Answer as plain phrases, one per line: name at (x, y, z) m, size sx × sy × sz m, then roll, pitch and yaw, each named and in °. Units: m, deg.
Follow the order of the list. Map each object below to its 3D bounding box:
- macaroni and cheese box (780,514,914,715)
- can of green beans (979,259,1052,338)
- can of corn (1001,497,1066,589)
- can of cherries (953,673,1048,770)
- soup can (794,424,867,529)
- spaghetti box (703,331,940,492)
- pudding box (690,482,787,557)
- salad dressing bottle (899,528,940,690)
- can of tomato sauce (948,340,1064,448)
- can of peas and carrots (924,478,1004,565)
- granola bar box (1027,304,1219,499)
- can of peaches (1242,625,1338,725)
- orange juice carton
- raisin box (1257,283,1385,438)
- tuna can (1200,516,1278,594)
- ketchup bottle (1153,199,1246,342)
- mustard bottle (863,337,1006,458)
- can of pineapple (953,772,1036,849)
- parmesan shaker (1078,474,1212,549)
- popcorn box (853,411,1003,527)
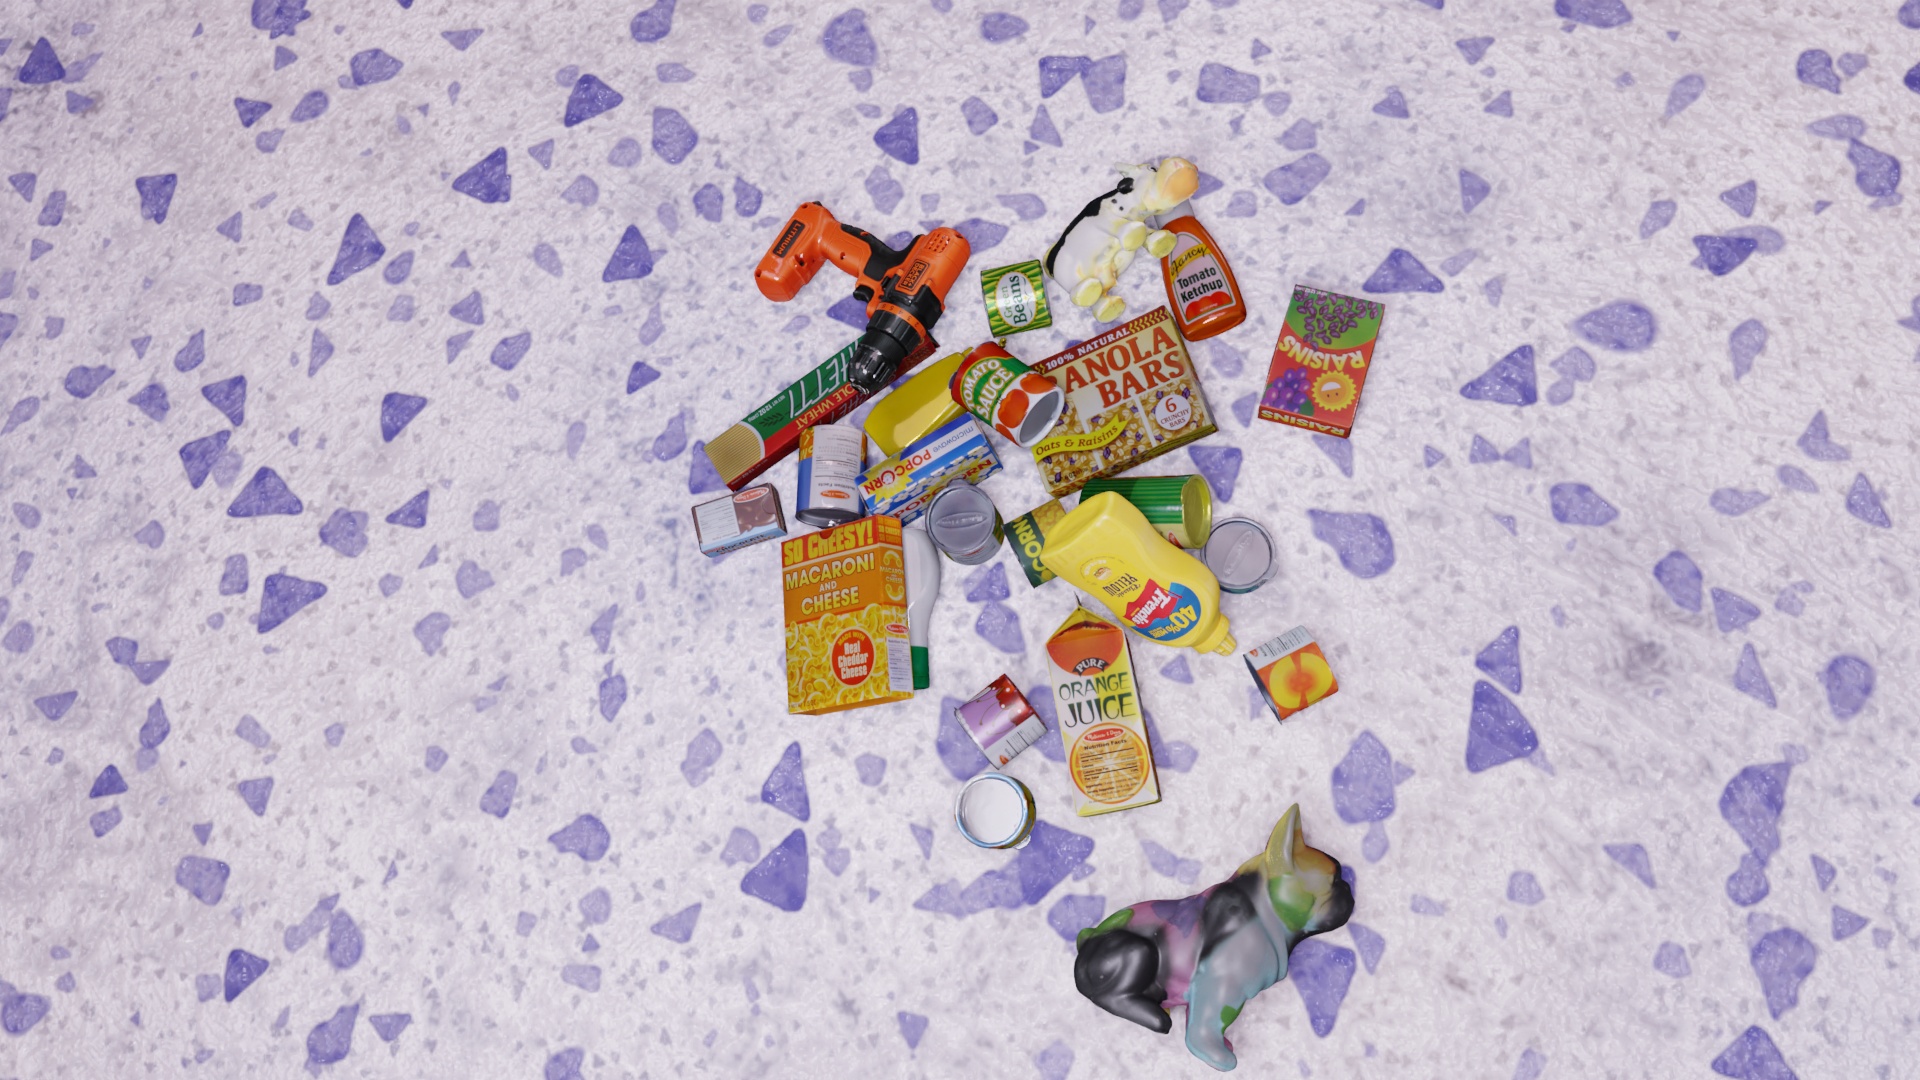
macaroni and cheese box at (-0.106, 0.070, 1.276) m, size 0.123 × 0.040 × 0.167 m, roll -15°, pitch 73°, yaw 35°
can of green beans at (0.054, -0.231, 1.326) m, size 0.058 × 0.071 × 0.071 m, roll -11°, pitch 76°, yaw 8°
can of corn at (0.077, 0.002, 1.265) m, size 0.058 × 0.071 × 0.071 m, roll -27°, pitch 74°, yaw 3°
can of cherries at (0.035, 0.159, 1.239) m, size 0.058 × 0.071 × 0.071 m, roll -38°, pitch 73°, yaw 1°
soup can at (-0.123, -0.060, 1.322) m, size 0.071 × 0.071 × 0.084 m, roll -2°, pitch 74°, yaw 11°
spaghetti box at (-0.137, -0.140, 1.362) m, size 0.250 × 0.028 × 0.050 m, roll -35°, pitch 72°, yaw 2°
pudding box at (-0.214, -0.019, 1.348) m, size 0.084 × 0.030 × 0.050 m, roll -17°, pitch 73°, yaw 7°
salad dressing bottle at (-0.049, 0.064, 1.290) m, size 0.064 × 0.044 × 0.148 m, roll -6°, pitch 77°, yaw 19°
can of tomato sauce at (0.042, -0.132, 1.262) m, size 0.083 × 0.071 × 0.071 m, roll 38°, pitch 87°, yaw 24°
can of peas and carrots at (0.005, -0.016, 1.290) m, size 0.071 × 0.058 × 0.071 m, roll -3°, pitch 76°, yaw 10°
granola bar box at (0.138, -0.127, 1.286) m, size 0.165 × 0.039 × 0.124 m, roll -23°, pitch 74°, yaw 15°
can of peaches at (0.287, 0.116, 1.201) m, size 0.058 × 0.071 × 0.071 m, roll -28°, pitch 74°, yaw 3°
orange juice carton at (0.122, 0.142, 1.223) m, size 0.073 × 0.071 × 0.193 m, roll -12°, pitch 75°, yaw 8°
raisin box at (0.330, -0.163, 1.271) m, size 0.086 × 0.040 × 0.123 m, roll 16°, pitch 79°, yaw 13°
tuna can at (0.251, 0.015, 1.247) m, size 0.071 × 0.033 × 0.071 m, roll -2°, pitch 77°, yaw 11°
ketchup bottle at (0.218, -0.265, 1.314) m, size 0.064 × 0.043 × 0.149 m, roll -21°, pitch 73°, yaw 14°
mustard bottle at (-0.016, -0.139, 1.327) m, size 0.160 × 0.048 × 0.065 m, roll -38°, pitch 72°, yaw 0°
can of pineapple at (0.032, 0.240, 1.225) m, size 0.071 × 0.058 × 0.071 m, roll -2°, pitch 77°, yaw 10°
parmesan shaker at (0.163, -0.027, 1.240) m, size 0.103 × 0.071 × 0.071 m, roll 0°, pitch 77°, yaw 32°
popcorn box at (-0.028, -0.062, 1.293) m, size 0.126 × 0.085 × 0.038 m, roll -30°, pitch 73°, yaw 4°
